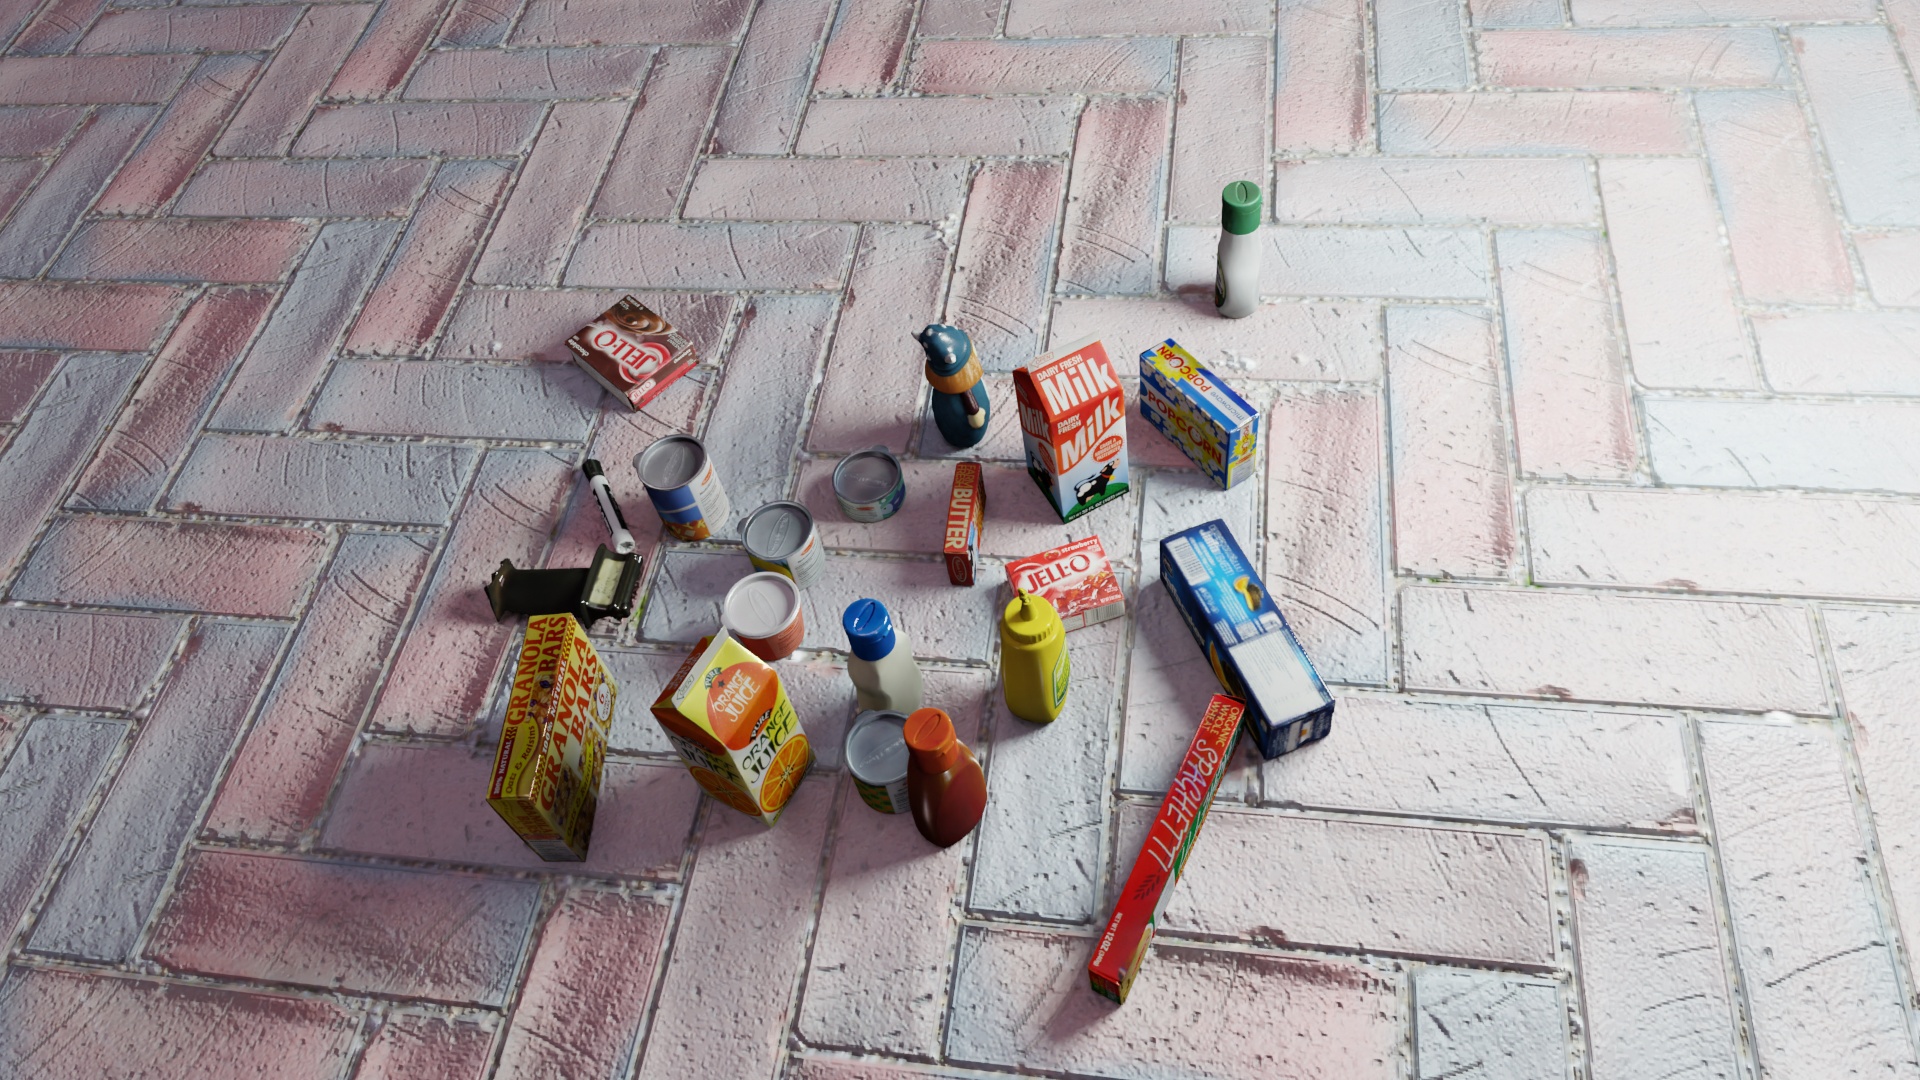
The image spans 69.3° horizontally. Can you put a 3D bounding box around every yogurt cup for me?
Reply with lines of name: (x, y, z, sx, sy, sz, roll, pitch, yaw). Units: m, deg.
yogurt cup: (-0.169, 0.069, 1.221, 0.072, 0.053, 0.073, -4, 54, 6)

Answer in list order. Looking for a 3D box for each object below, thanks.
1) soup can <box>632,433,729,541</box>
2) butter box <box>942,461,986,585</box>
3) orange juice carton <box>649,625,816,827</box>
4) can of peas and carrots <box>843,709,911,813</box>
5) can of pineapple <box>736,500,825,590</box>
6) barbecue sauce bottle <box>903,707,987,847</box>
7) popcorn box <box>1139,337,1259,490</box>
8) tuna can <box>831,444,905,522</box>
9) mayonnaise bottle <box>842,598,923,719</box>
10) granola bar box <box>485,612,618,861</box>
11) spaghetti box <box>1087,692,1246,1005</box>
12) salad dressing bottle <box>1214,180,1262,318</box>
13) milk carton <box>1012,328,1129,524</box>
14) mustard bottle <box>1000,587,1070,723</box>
soup can: (-0.261, -0.049, 1.302, 0.071, 0.083, 0.072, -4, 54, 6)
butter box: (0.004, -0.016, 1.257, 0.024, 0.053, 0.104, 1, 55, 10)
orange juice carton: (-0.179, 0.142, 1.084, 0.073, 0.191, 0.072, 21, 60, 22)
can of peas and carrots: (-0.058, 0.178, 1.123, 0.071, 0.058, 0.071, -4, 54, 6)
can of pineapple: (-0.162, 0.005, 1.264, 0.071, 0.057, 0.071, -4, 54, 6)
barbecue sauce bottle: (-0.014, 0.178, 1.061, 0.044, 0.147, 0.065, 30, 64, 26)
popcorn box: (0.218, -0.116, 1.278, 0.038, 0.084, 0.127, -33, 56, -14)
tuna can: (-0.085, -0.054, 1.310, 0.071, 0.032, 0.071, -4, 54, 6)
mayonnaise bottle: (-0.064, 0.100, 1.125, 0.041, 0.147, 0.065, 18, 59, 20)
granola bar box: (-0.330, 0.162, 1.135, 0.039, 0.123, 0.166, -3, 54, 6)
spaghetti box: (0.161, 0.229, 1.059, 0.029, 0.050, 0.251, 19, 59, 21)
salad dressing bottle: (0.271, -0.283, 1.352, 0.044, 0.147, 0.064, -2, 54, 7)
milk carton: (0.097, -0.107, 1.225, 0.072, 0.189, 0.074, -26, 55, -10)
mustard bottle: (0.058, 0.087, 1.109, 0.049, 0.159, 0.065, 10, 57, 15)
